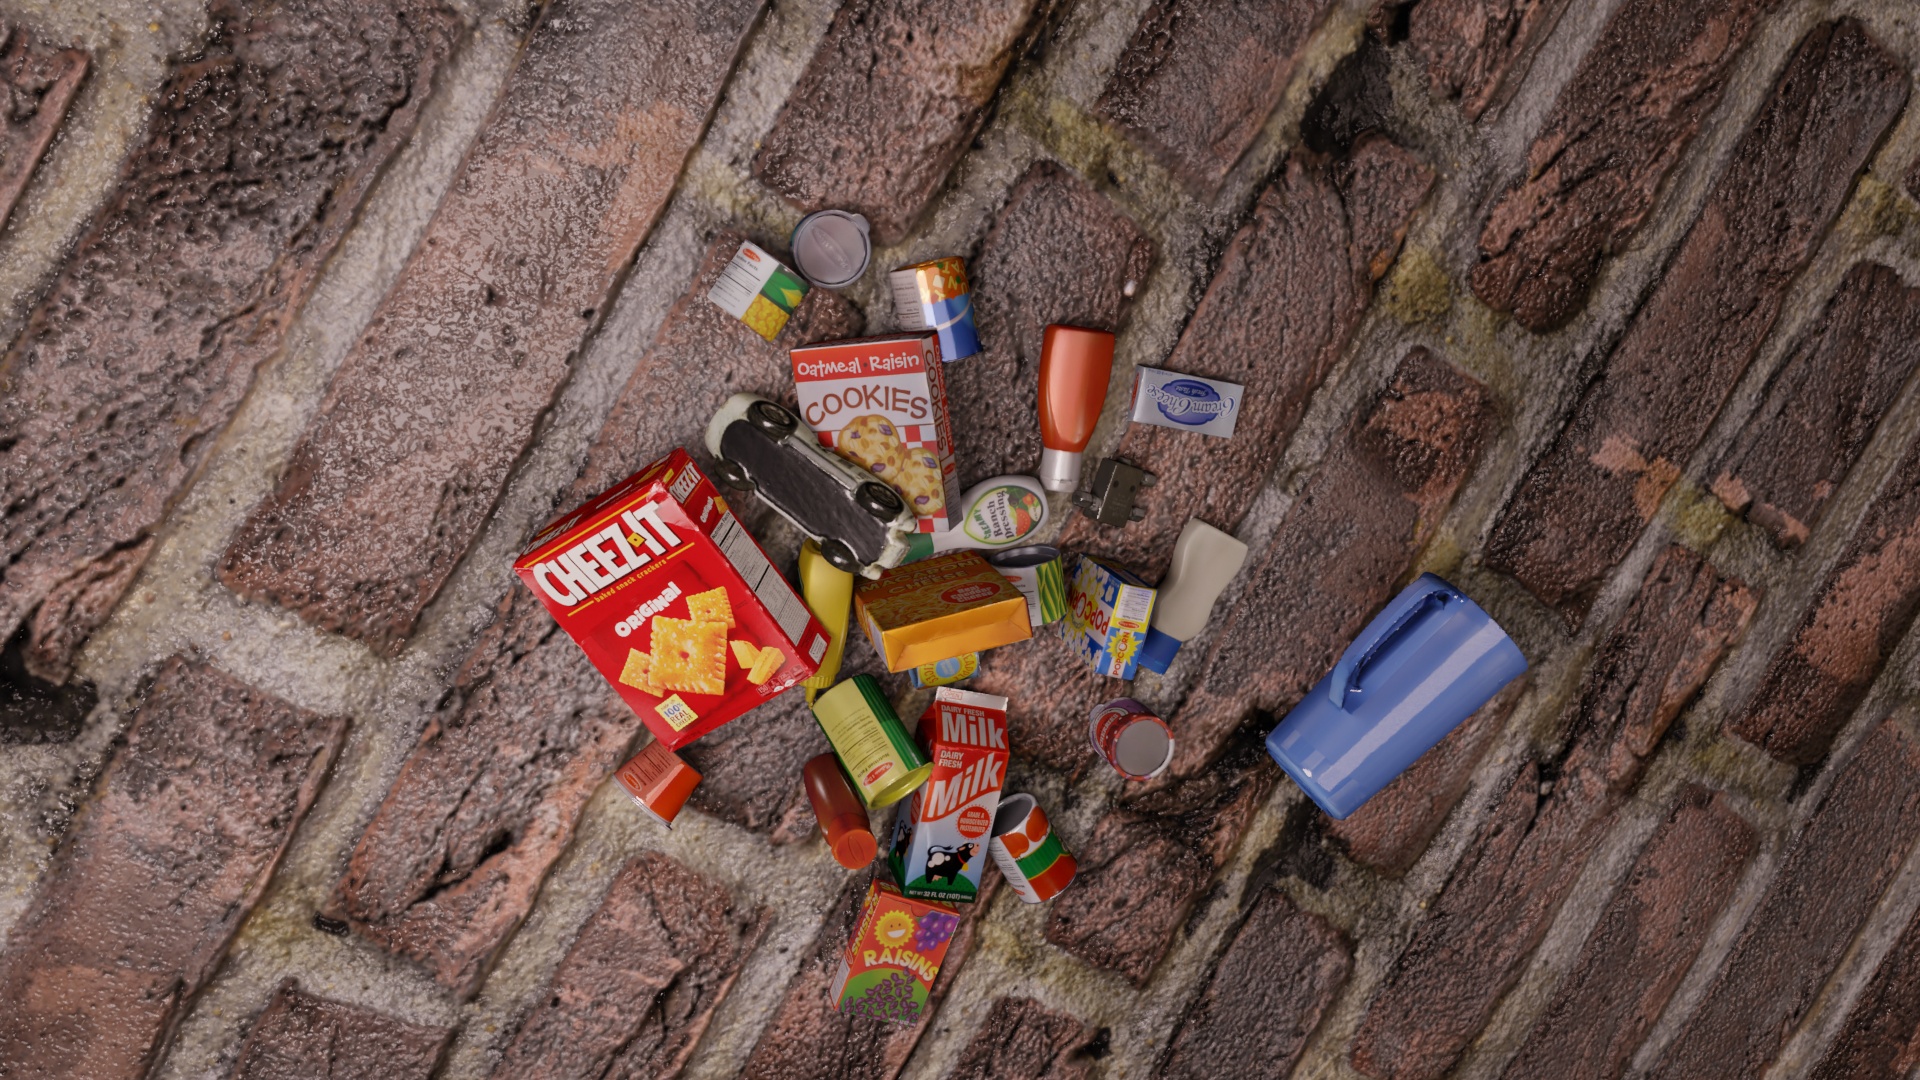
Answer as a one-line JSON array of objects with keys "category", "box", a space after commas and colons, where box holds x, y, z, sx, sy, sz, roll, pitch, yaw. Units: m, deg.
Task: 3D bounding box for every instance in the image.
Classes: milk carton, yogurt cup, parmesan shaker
[{"category": "milk carton", "box": [-0.009, 0.230, 1.286, 0.072, 0.073, 0.190, 11, 99, -17]}, {"category": "yogurt cup", "box": [-0.263, 0.209, 1.219, 0.054, 0.072, 0.072, -48, 109, -9]}, {"category": "parmesan shaker", "box": [-0.077, 0.176, 1.234, 0.071, 0.071, 0.103, -32, 68, -7]}]

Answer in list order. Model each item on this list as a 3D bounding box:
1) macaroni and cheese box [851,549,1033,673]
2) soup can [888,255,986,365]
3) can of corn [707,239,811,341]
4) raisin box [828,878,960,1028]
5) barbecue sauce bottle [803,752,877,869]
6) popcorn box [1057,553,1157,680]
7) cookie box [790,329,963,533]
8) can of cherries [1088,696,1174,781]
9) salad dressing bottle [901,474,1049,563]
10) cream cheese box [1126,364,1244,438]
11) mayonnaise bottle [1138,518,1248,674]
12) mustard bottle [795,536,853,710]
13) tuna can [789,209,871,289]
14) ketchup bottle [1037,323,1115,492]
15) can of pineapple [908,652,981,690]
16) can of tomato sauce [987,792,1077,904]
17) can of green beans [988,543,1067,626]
[{"category": "macaroni and cheese box", "box": [-0.022, 0.058, 1.196, 0.124, 0.167, 0.040, -13, 106, -12]}, {"category": "soup can", "box": [-0.019, -0.198, 1.195, 0.071, 0.071, 0.083, -15, 105, -11]}, {"category": "can of corn", "box": [-0.166, -0.206, 1.154, 0.071, 0.071, 0.058, 35, 92, -19]}, {"category": "raisin box", "box": [-0.063, 0.394, 1.325, 0.086, 0.040, 0.123, 20, 95, -17]}, {"category": "barbecue sauce bottle", "box": [-0.105, 0.241, 1.222, 0.044, 0.149, 0.064, -23, 107, -8]}, {"category": "popcorn box", "box": [0.132, 0.067, 1.261, 0.038, 0.127, 0.085, 12, 99, -14]}, {"category": "cookie box", "box": [-0.071, -0.090, 1.187, 0.123, 0.040, 0.167, -2, 105, 21]}, {"category": "can of cherries", "box": [0.162, 0.189, 1.331, 0.071, 0.058, 0.071, -3, 103, -15]}, {"category": "salad dressing bottle", "box": [0.004, -0.016, 1.252, 0.148, 0.044, 0.064, -18, 105, -11]}, {"category": "cream cheese box", "box": [0.209, -0.129, 1.294, 0.104, 0.024, 0.053, 8, 101, -16]}, {"category": "mayonnaise bottle", "box": [0.214, 0.056, 1.327, 0.065, 0.041, 0.148, 27, 95, -17]}, {"category": "mustard bottle", "box": [-0.125, 0.079, 1.228, 0.049, 0.065, 0.159, 5, 106, -13]}, {"category": "tuna can", "box": [-0.109, -0.249, 1.176, 0.071, 0.033, 0.071, -3, 103, -15]}, {"category": "ketchup bottle", "box": [0.099, -0.119, 1.255, 0.065, 0.043, 0.148, 5, 101, -16]}, {"category": "can of pineapple", "box": [-0.018, 0.099, 1.257, 0.058, 0.071, 0.070, -13, 105, -11]}, {"category": "can of tomato sauce", "box": [0.065, 0.291, 1.324, 0.071, 0.071, 0.083, -34, 108, -6]}, {"category": "can of green beans", "box": [0.062, 0.041, 1.268, 0.071, 0.071, 0.057, -11, 106, -12]}]
